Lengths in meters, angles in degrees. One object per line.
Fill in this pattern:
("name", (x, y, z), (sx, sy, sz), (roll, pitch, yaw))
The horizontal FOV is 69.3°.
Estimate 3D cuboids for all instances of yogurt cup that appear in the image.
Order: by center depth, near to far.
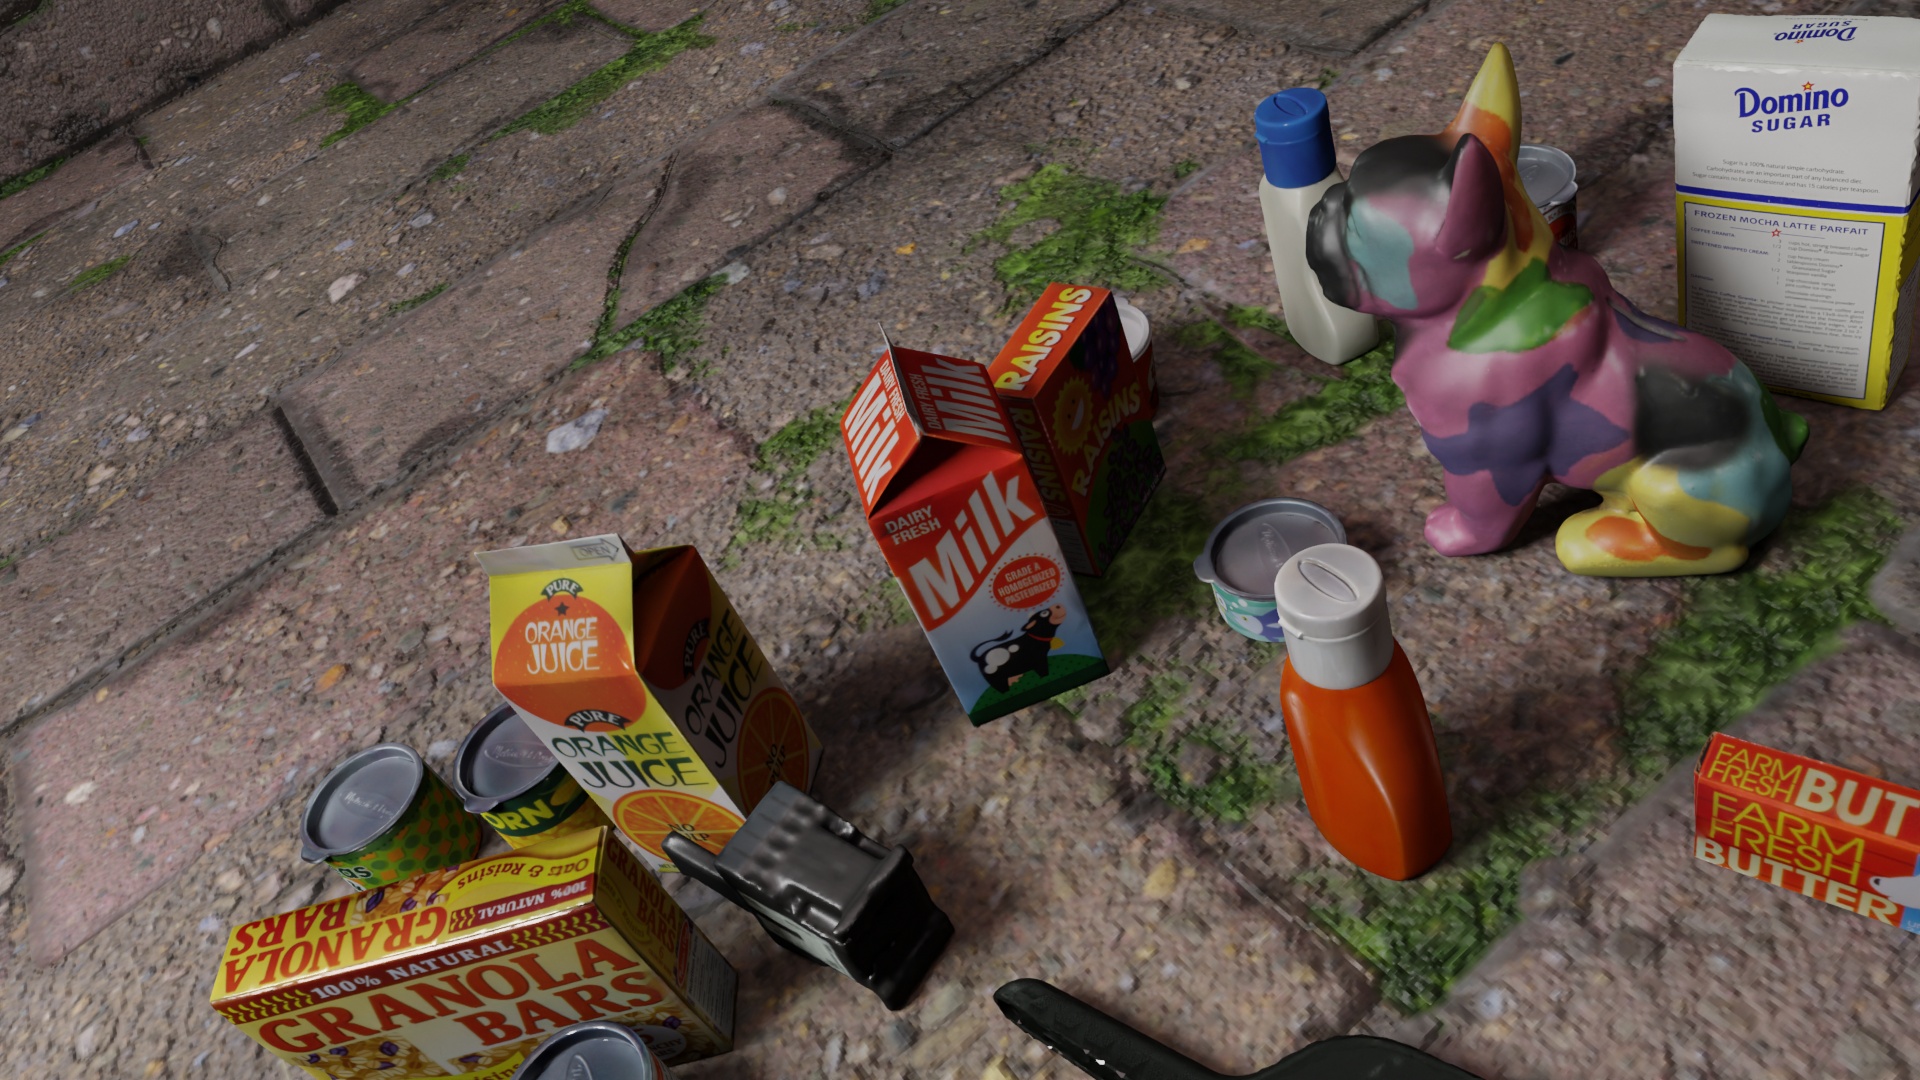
("yogurt cup", (0.080, -0.093, 0.785), (0.072, 0.053, 0.073), (-13, 42, 12))

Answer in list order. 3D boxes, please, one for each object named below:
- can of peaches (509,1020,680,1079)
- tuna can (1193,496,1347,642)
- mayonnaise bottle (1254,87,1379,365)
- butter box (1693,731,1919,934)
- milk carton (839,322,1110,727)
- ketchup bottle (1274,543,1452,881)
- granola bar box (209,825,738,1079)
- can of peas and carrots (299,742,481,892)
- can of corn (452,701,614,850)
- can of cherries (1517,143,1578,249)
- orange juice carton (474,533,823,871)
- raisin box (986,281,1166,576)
("can of peaches", (-0.141, 0.233, 0.544), (0.071, 0.057, 0.071), (-13, 42, 12))
("tuna can", (0.148, 0.014, 0.657), (0.071, 0.032, 0.071), (-13, 42, 12))
("mayonnaise bottle", (0.188, -0.167, 0.740), (0.041, 0.147, 0.065), (-26, 41, -2))
("butter box", (0.307, 0.104, 0.473), (0.103, 0.053, 0.024), (18, 56, 37))
("milk carton", (0.002, -0.008, 0.629), (0.073, 0.189, 0.073), (-23, 41, 2))
("ketchup bottle", (0.146, 0.064, 0.517), (0.043, 0.148, 0.065), (-35, 42, -11))
("granola bar box", (-0.193, 0.185, 0.569), (0.165, 0.123, 0.039), (-17, 42, 9))
("can of peas and carrots", (-0.288, 0.148, 0.702), (0.071, 0.058, 0.071), (-13, 42, 12))
("can of corn", (-0.209, 0.121, 0.693), (0.071, 0.058, 0.071), (-13, 42, 12))
("can of cherries", (0.304, -0.173, 0.761), (0.071, 0.058, 0.072), (-13, 42, 12))
("orange juice carton", (-0.136, 0.067, 0.614), (0.072, 0.191, 0.073), (-5, 45, 21))
("raisin box", (0.058, -0.055, 0.703), (0.040, 0.123, 0.086), (12, 53, 34))
